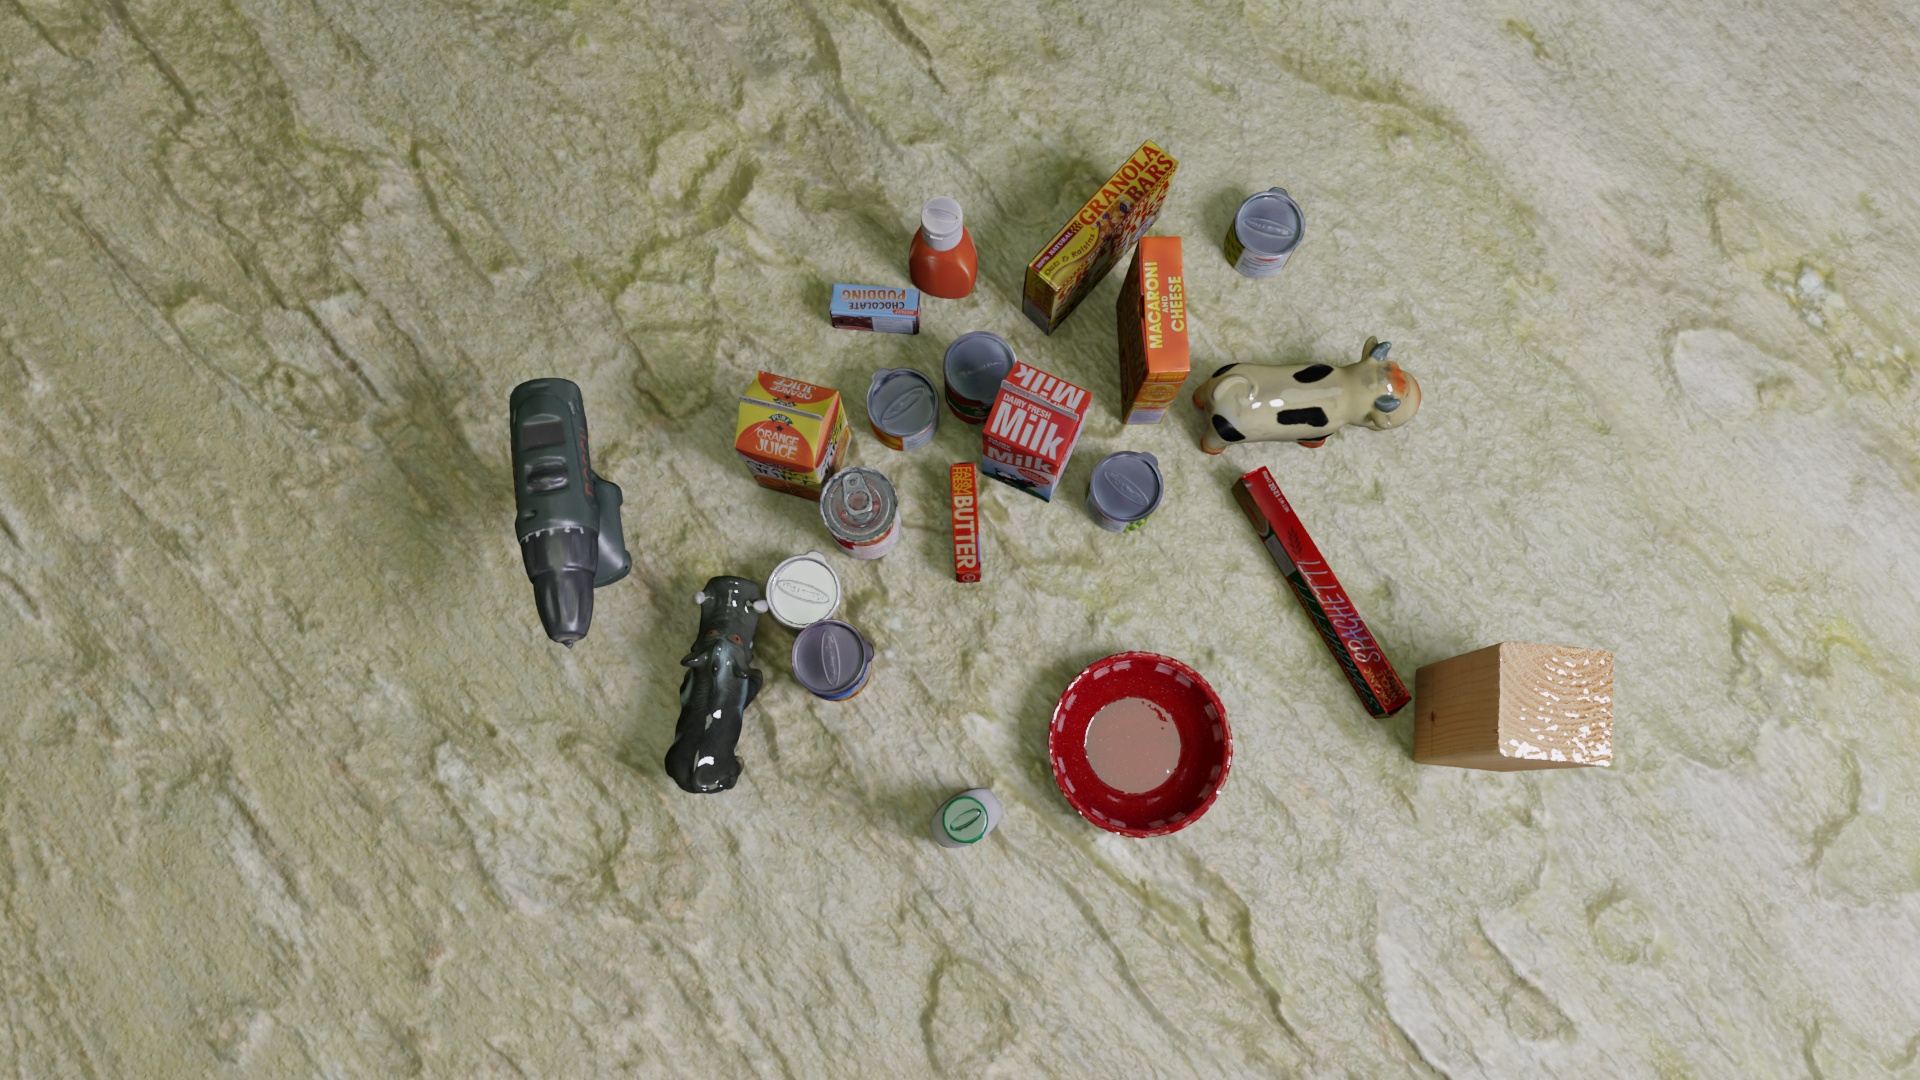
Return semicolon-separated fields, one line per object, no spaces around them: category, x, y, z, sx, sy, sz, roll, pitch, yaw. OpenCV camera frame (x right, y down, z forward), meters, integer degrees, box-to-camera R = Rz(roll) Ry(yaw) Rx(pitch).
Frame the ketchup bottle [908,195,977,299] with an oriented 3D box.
ketchup bottle;-0.016;-0.267;1.271;0.065;0.148;0.043;14;80;3

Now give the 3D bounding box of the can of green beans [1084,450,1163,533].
can of green beans;0.149;-0.044;1.274;0.071;0.057;0.071;0;79;0

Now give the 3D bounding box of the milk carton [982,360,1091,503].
milk carton;0.065;-0.098;1.217;0.072;0.190;0.073;25;80;4

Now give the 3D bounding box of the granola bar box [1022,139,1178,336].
granola bar box;0.126;-0.279;1.287;0.039;0.124;0.166;42;82;7

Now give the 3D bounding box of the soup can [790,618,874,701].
soup can;-0.110;0.107;1.230;0.071;0.083;0.071;0;79;0

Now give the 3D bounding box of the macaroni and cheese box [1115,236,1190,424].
macaroni and cheese box;0.170;-0.184;1.247;0.040;0.166;0.124;-2;79;0

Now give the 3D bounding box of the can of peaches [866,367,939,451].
can of peaches;-0.054;-0.123;1.289;0.071;0.058;0.071;0;79;0

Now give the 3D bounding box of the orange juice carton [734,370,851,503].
orange juice carton;-0.146;-0.092;1.214;0.072;0.192;0.073;15;80;3

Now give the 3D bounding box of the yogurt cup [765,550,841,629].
yogurt cup;-0.140;0.050;1.257;0.072;0.054;0.072;0;79;0

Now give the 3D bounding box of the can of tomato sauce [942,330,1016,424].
can of tomato sauce;0.019;-0.147;1.281;0.071;0.083;0.071;0;79;0

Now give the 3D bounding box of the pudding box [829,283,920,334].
pudding box;-0.080;-0.218;1.312;0.084;0.049;0.030;4;79;1

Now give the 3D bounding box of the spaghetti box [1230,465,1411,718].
spaghetti box;0.326;0.047;1.261;0.029;0.050;0.250;-29;80;-5

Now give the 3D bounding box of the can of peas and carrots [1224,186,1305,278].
can of peas and carrots;0.289;-0.293;1.324;0.071;0.058;0.071;0;79;0

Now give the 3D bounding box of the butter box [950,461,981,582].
butter box;0.005;-0.016;1.271;0.024;0.053;0.103;-3;79;-1

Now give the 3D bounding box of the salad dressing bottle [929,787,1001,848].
salad dressing bottle;0.004;0.235;1.173;0.064;0.147;0.044;-29;81;-5
